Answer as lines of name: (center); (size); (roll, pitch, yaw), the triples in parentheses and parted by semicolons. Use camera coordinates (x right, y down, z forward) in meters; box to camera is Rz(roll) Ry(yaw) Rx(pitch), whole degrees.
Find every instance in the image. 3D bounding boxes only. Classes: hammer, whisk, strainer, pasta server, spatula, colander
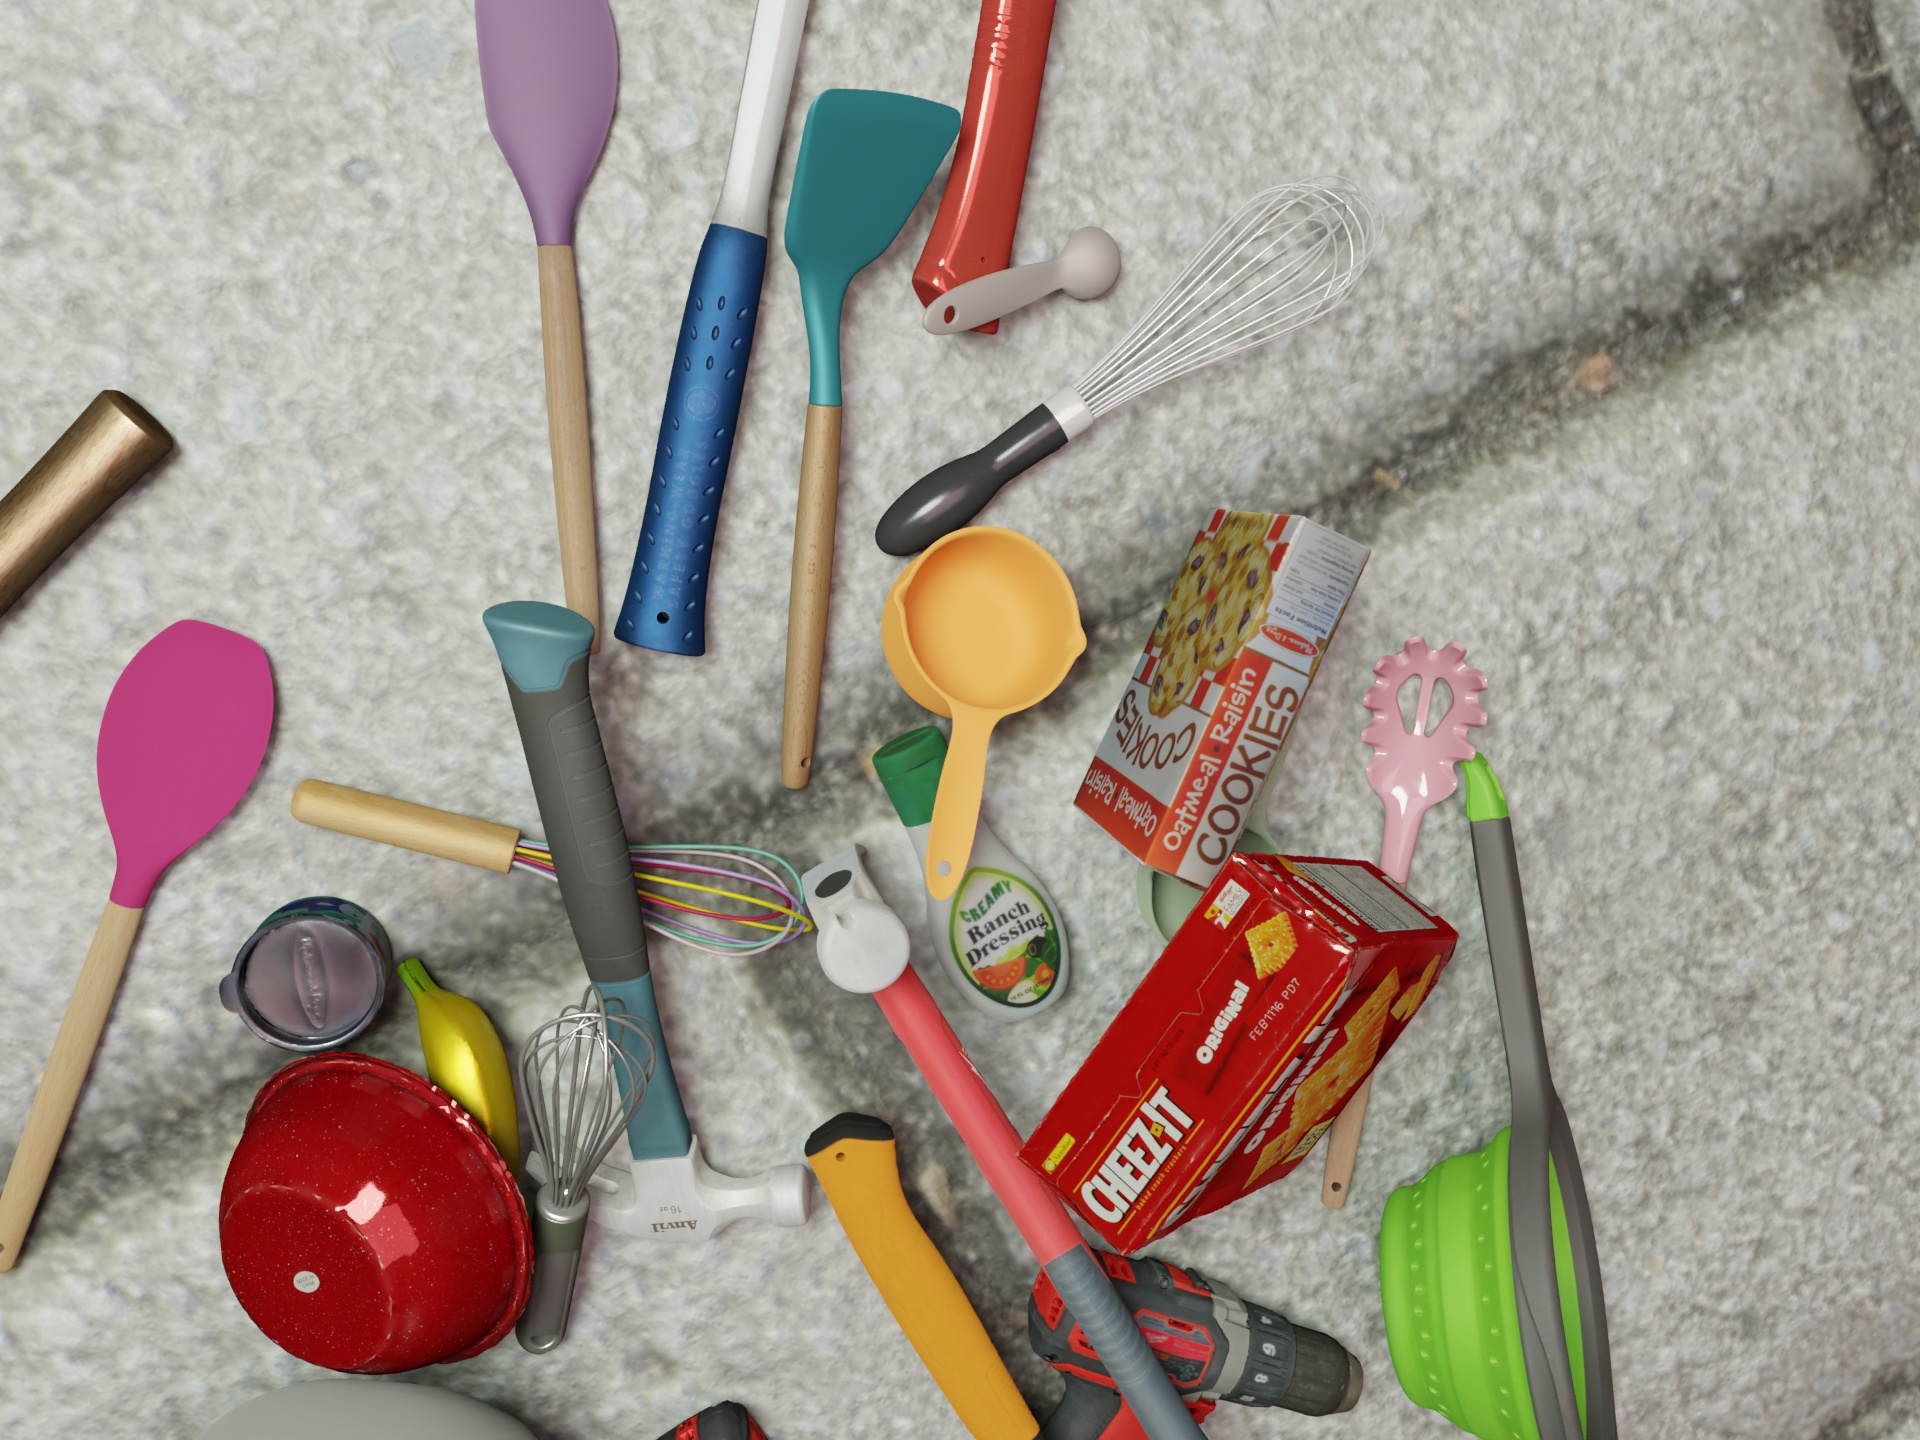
hammer: (0.037, 0.232, 0.757); (0.038, 0.143, 0.386); (-31, 102, -3)
whisk: (-0.180, 0.214, 0.726); (0.057, 0.059, 0.246); (1, 128, -23)
strainer: (-0.282, 0.317, 0.656); (0.211, 0.340, 0.095); (-7, 60, 16)
pasta server: (0.222, 0.111, 0.835); (0.060, 0.040, 0.316); (10, 100, 15)
hammer: (-0.156, 0.102, 0.721); (0.128, 0.033, 0.330); (-6, 114, 3)
hammer: (0.040, -0.354, 0.706); (0.149, 0.037, 0.359); (-1, 107, -38)
hammer: (-0.464, -0.011, 0.680); (0.331, 0.031, 0.130); (-45, 104, -1)
hammer: (-0.103, -0.231, 0.712); (0.144, 0.035, 0.405); (11, 97, -13)
spatula: (-0.178, -0.186, 0.714); (0.059, 0.018, 0.316); (-4, 99, -12)
whisk: (0.078, -0.163, 0.751); (0.284, 0.070, 0.070); (-36, 105, 1)
colander: (0.264, 0.218, 0.832); (0.094, 0.204, 0.397); (-10, 85, 25)
spatula: (-0.058, -0.115, 0.718); (0.082, 0.044, 0.317); (-12, 115, -44)
whisk: (-0.186, 0.065, 0.744); (0.245, 0.047, 0.051); (15, 98, -10)
hammer: (0.013, 0.347, 0.775); (0.127, 0.034, 0.337); (-30, 89, -1)

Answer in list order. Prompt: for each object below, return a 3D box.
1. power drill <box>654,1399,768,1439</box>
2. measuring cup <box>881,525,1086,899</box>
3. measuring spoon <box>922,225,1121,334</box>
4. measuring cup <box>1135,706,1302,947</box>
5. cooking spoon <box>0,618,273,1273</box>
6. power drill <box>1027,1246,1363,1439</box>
power drill: (-0.121, 0.469, 0.811); (0.143, 0.078, 0.219); (-31, 101, -5)
measuring cup: (-0.001, -0.002, 0.743); (0.095, 0.052, 0.174); (13, 80, -17)
measuring spoon: (0.032, -0.196, 0.724); (0.124, 0.018, 0.034); (-29, 128, -34)
measuring cup: (0.140, 0.041, 0.807); (0.083, 0.038, 0.167); (16, 94, -13)
cooking spoon: (-0.388, 0.106, 0.723); (0.068, 0.017, 0.319); (21, 95, -13)
power drill: (0.098, 0.402, 0.843); (0.187, 0.080, 0.226); (21, 92, -14)
